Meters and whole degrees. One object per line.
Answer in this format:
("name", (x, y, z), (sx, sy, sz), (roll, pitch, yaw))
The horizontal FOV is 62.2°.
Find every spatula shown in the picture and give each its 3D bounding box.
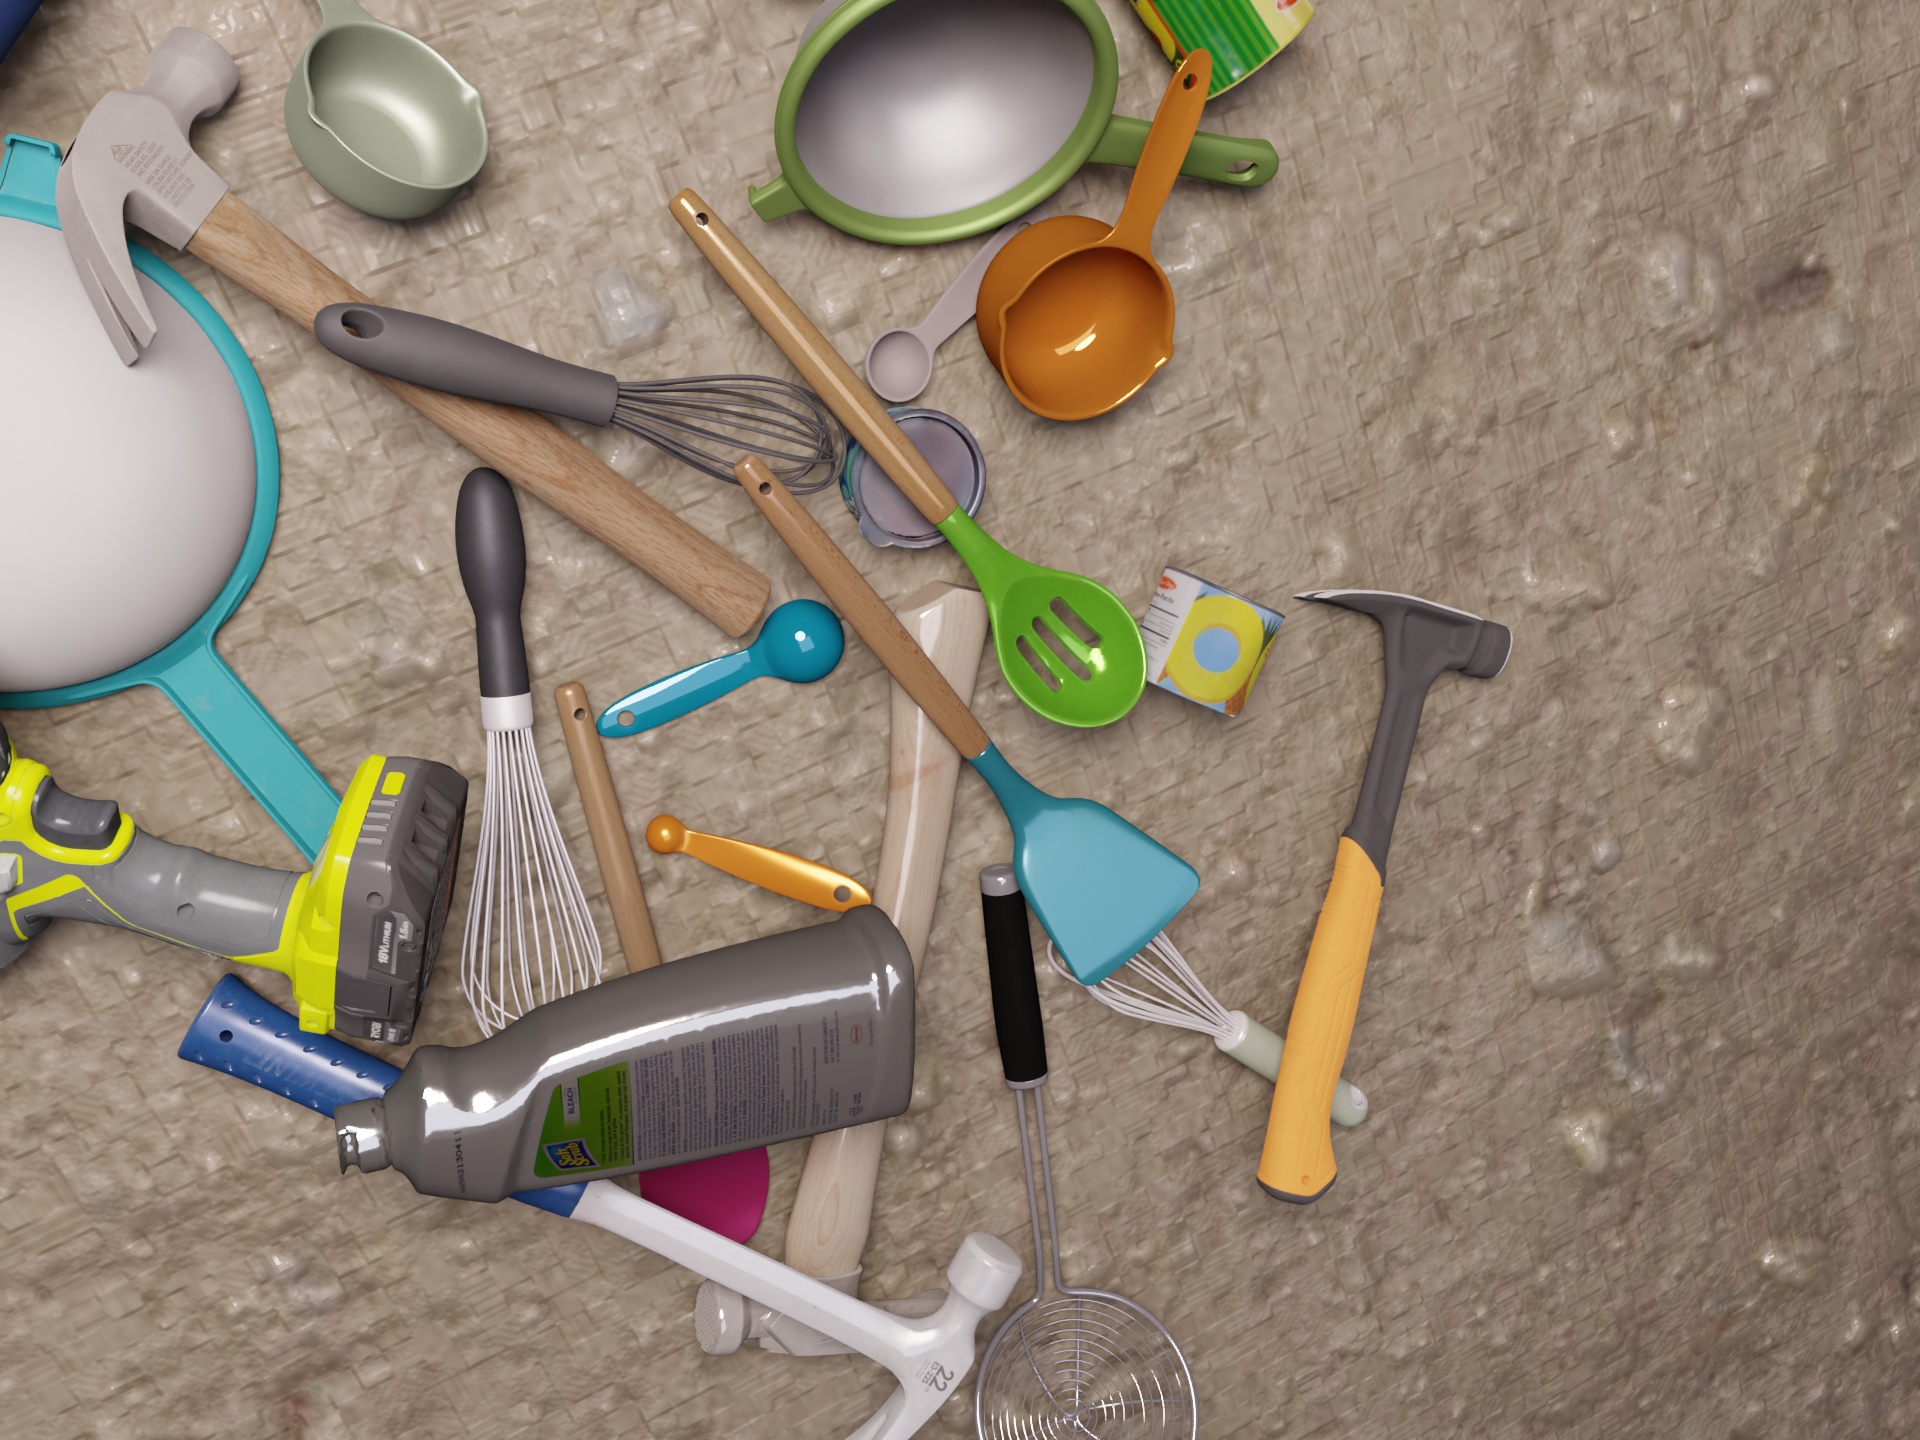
("spatula", (-0.001, -0.002, 0.756), (0.082, 0.044, 0.317), (-42, 117, -4))

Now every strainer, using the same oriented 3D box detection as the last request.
("strainer", (0.034, -0.285, 0.715), (0.256, 0.151, 0.069), (-2, 62, -30))
("strainer", (-0.350, -0.049, 0.642), (0.211, 0.095, 0.340), (-36, 110, -7))

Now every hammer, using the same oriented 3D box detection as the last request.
("hammer", (0.209, 0.097, 0.869), (0.127, 0.034, 0.337), (12, 91, -21))
("hammer", (-0.175, 0.237, 0.763), (0.405, 0.035, 0.144), (30, 93, -12))
("hammer", (-0.216, -0.136, 0.677), (0.331, 0.031, 0.130), (37, 54, -28))
("hammer", (-0.030, 0.134, 0.821), (0.146, 0.038, 0.410), (7, 100, -27))

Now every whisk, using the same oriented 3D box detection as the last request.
("whisk", (-0.207, 0.027, 0.733), (0.070, 0.070, 0.284), (-6, 100, -16))
("whisk", (0.145, 0.170, 0.890), (0.246, 0.058, 0.059), (35, 126, -25))
("whisk", (-0.153, -0.141, 0.682), (0.238, 0.055, 0.055), (9, 101, -35))

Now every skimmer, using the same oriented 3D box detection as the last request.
("skimmer", (0.053, 0.258, 0.851), (0.127, 0.090, 0.363), (-12, 106, -15))

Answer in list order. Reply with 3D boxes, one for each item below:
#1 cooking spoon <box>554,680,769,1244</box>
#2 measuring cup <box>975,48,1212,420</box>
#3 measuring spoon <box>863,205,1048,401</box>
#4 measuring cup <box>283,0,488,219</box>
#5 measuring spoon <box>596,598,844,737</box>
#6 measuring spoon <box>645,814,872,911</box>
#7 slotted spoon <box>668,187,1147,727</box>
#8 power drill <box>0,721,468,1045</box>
("cooking spoon", (-0.154, 0.132, 0.792), (0.068, 0.017, 0.318), (-19, 110, -24))
("measuring cup", (0.065, -0.226, 0.729), (0.095, 0.052, 0.173), (6, 122, -29))
("measuring spoon", (-0.002, -0.202, 0.763), (0.124, 0.018, 0.034), (-48, 120, -9))
("measuring cup", (-0.259, -0.279, 0.644), (0.083, 0.038, 0.167), (-35, 94, -47))
("measuring spoon", (-0.114, -0.019, 0.765), (0.128, 0.021, 0.042), (-24, 110, -10))
("measuring spoon", (-0.099, 0.071, 0.775), (0.117, 0.011, 0.021), (18, 96, 3))
("slotted spoon", (-0.022, -0.116, 0.732), (0.070, 0.031, 0.313), (-46, 110, -10))
("power drill", (-0.321, 0.046, 0.630), (0.228, 0.080, 0.190), (13, 137, -12))
